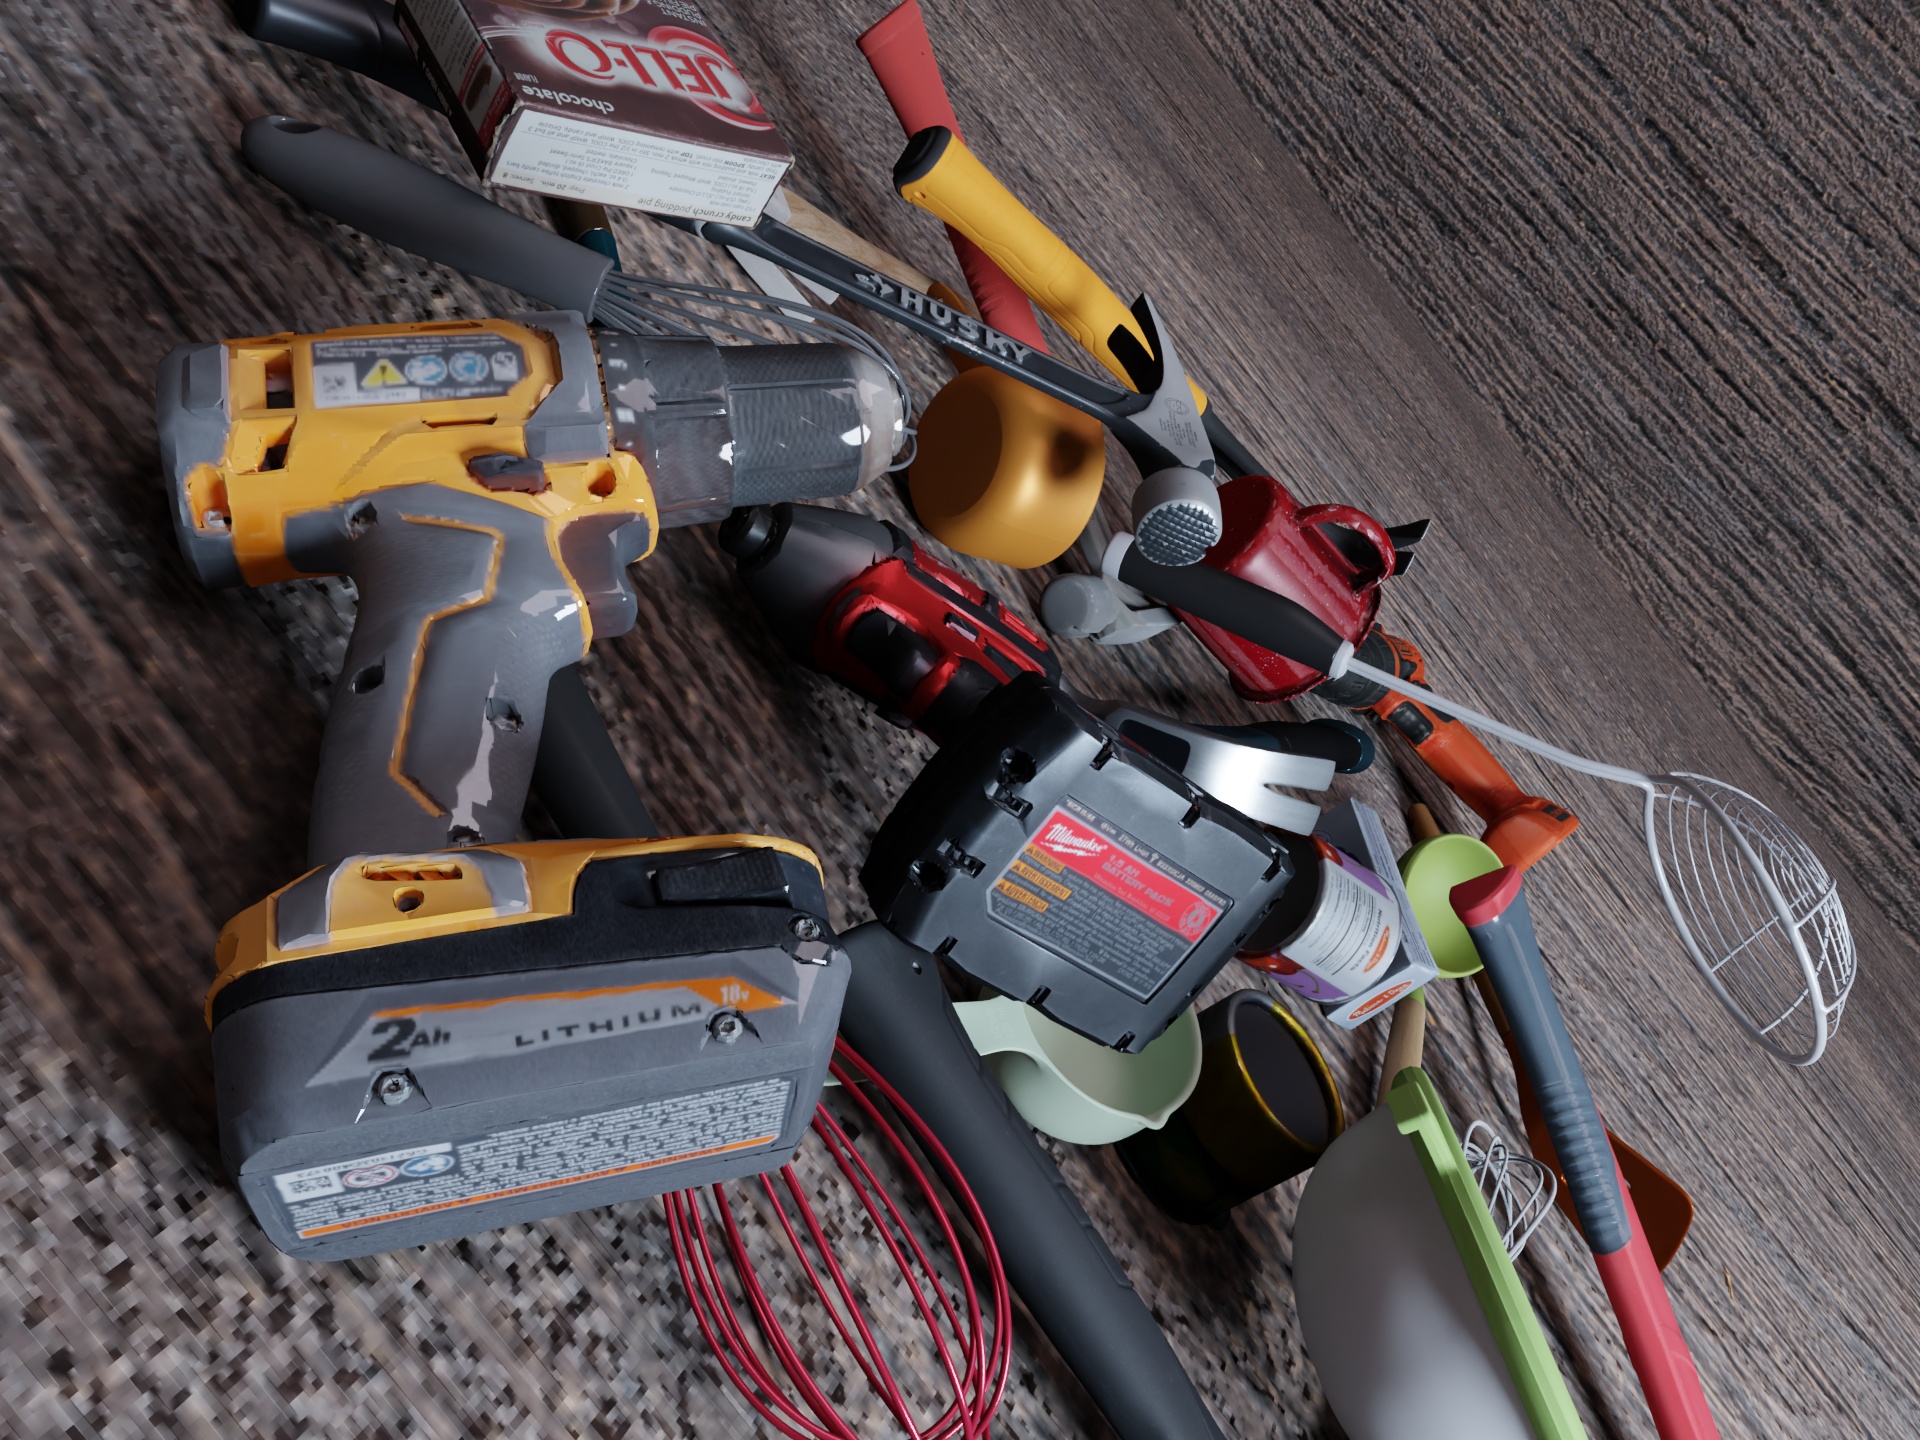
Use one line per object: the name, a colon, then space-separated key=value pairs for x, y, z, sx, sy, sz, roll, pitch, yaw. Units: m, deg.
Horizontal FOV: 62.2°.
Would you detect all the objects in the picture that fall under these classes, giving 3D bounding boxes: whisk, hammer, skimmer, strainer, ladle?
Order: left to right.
whisk: x=-0.122 y=-0.141 z=0.528 sx=0.239 sy=0.055 sz=0.055 roll=23 pitch=34 yaw=-9
whisk: x=-0.073 y=0.061 z=0.413 sx=0.073 sy=0.073 sz=0.296 roll=1 pitch=50 yaw=-56
hammer: x=-0.073 y=-0.192 z=0.622 sx=0.408 sy=0.036 sz=0.149 roll=22 pitch=43 yaw=-20
hammer: x=-0.017 y=-0.223 z=0.856 sx=0.331 sy=0.031 sz=0.130 roll=18 pitch=42 yaw=-47
hammer: x=0.030 y=-0.210 z=0.838 sx=0.149 sy=0.036 sz=0.359 roll=-10 pitch=77 yaw=-59
hammer: x=0.098 y=-0.174 z=0.794 sx=0.336 sy=0.034 sz=0.127 roll=35 pitch=-11 yaw=-33
hammer: x=0.055 y=0.199 z=0.442 sx=0.335 sy=0.035 sz=0.146 roll=57 pitch=27 yaw=-1
hammer: x=0.148 y=0.013 z=0.788 sx=0.128 sy=0.033 sz=0.331 roll=23 pitch=9 yaw=26
ladle: x=0.224 y=0.149 z=0.760 sx=0.078 sy=0.062 sz=0.320 roll=58 pitch=29 yaw=-11
skimmer: x=0.211 y=0.023 z=0.703 sx=0.363 sy=0.090 sz=0.127 roll=27 pitch=-10 yaw=17
whisk: x=0.192 y=0.232 z=0.626 sx=0.246 sy=0.059 sz=0.057 roll=-33 pitch=113 yaw=-58
strainer: x=0.161 y=0.239 z=0.487 sx=0.151 sy=0.069 sz=0.257 roll=44 pitch=26 yaw=-68
hammer: x=0.312 y=0.253 z=0.732 sx=0.143 sy=0.038 sz=0.387 roll=18 pitch=51 yaw=-49

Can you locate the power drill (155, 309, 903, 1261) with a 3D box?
power drill: x=-0.085 y=-0.009 z=0.374 sx=0.185 sy=0.084 sz=0.226 roll=-8 pitch=56 yaw=-17

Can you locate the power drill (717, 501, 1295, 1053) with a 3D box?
power drill: x=-0.001 y=-0.002 z=0.519 sx=0.143 sy=0.078 sz=0.220 roll=33 pitch=11 yaw=-33

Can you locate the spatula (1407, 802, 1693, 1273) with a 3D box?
spatula: x=0.311 y=0.159 z=0.889 sx=0.041 sy=0.081 sz=0.323 roll=3 pitch=39 yaw=-8

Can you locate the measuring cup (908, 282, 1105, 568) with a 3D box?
measuring cup: x=0.001 y=-0.149 z=0.739 sx=0.052 sy=0.095 sz=0.174 roll=6 pitch=49 yaw=-43

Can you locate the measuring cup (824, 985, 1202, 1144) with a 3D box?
measuring cup: x=0.005 y=0.105 z=0.510 sx=0.167 sy=0.038 sz=0.083 roll=0 pitch=56 yaw=-37

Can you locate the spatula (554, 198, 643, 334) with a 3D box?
spatula: x=-0.147 y=-0.217 z=0.637 sx=0.082 sy=0.044 sz=0.318 roll=-1 pitch=56 yaw=-40
